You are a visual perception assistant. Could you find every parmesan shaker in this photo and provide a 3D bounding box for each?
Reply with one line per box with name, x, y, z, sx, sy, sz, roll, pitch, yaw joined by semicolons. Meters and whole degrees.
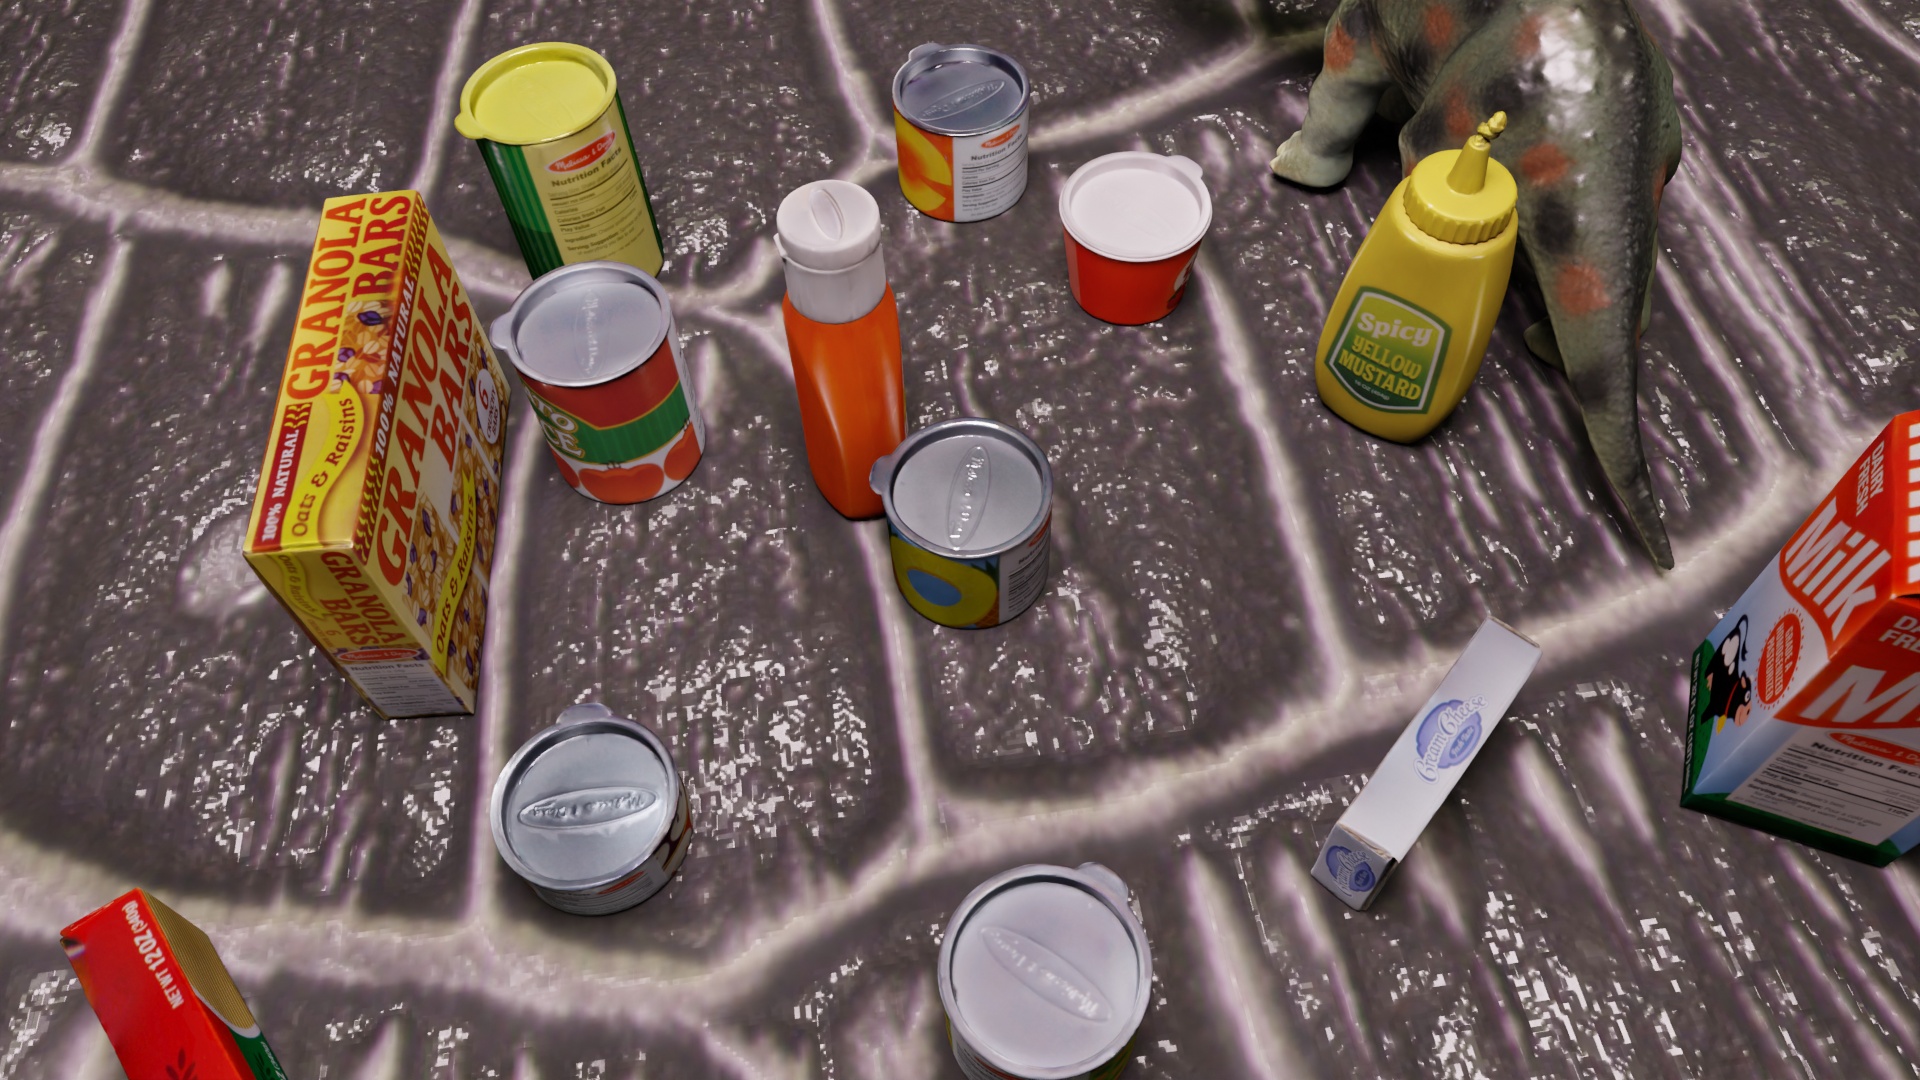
parmesan shaker;-0.182;-0.163;0.636;0.071;0.102;0.071;-1;57;1

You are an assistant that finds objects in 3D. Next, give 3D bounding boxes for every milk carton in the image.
milk carton;0.307;0.028;0.443;0.073;0.189;0.073;17;59;12

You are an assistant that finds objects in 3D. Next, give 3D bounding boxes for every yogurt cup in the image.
yogurt cup;0.079;-0.137;0.641;0.072;0.053;0.073;-1;56;1

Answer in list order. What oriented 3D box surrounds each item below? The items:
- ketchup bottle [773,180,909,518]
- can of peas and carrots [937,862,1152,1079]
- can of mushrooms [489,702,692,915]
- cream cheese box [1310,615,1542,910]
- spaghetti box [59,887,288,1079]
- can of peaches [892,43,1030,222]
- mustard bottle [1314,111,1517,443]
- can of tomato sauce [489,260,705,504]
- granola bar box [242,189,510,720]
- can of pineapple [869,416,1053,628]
ketchup bottle;-0.045;-0.073;0.545;0.043;0.148;0.065;-17;58;-9
can of peas and carrots;0.028;0.145;0.451;0.071;0.058;0.071;-1;56;1
can of mushrooms;-0.132;0.097;0.503;0.071;0.033;0.071;-1;56;1
cream cheese box;0.166;0.080;0.494;0.024;0.053;0.104;34;64;22
spaghetti box;-0.201;0.211;0.418;0.029;0.050;0.250;-36;62;-20
can of peaches;0.000;-0.201;0.683;0.071;0.057;0.071;-1;56;1
mustard bottle;0.186;-0.105;0.553;0.065;0.159;0.049;30;62;19
can of tomato sauce;-0.148;-0.064;0.580;0.071;0.082;0.071;-1;57;1
granola bar box;-0.218;-0.032;0.537;0.039;0.123;0.166;-5;56;-2
can of pineapple;0.002;-0.007;0.554;0.071;0.057;0.071;-1;56;1
